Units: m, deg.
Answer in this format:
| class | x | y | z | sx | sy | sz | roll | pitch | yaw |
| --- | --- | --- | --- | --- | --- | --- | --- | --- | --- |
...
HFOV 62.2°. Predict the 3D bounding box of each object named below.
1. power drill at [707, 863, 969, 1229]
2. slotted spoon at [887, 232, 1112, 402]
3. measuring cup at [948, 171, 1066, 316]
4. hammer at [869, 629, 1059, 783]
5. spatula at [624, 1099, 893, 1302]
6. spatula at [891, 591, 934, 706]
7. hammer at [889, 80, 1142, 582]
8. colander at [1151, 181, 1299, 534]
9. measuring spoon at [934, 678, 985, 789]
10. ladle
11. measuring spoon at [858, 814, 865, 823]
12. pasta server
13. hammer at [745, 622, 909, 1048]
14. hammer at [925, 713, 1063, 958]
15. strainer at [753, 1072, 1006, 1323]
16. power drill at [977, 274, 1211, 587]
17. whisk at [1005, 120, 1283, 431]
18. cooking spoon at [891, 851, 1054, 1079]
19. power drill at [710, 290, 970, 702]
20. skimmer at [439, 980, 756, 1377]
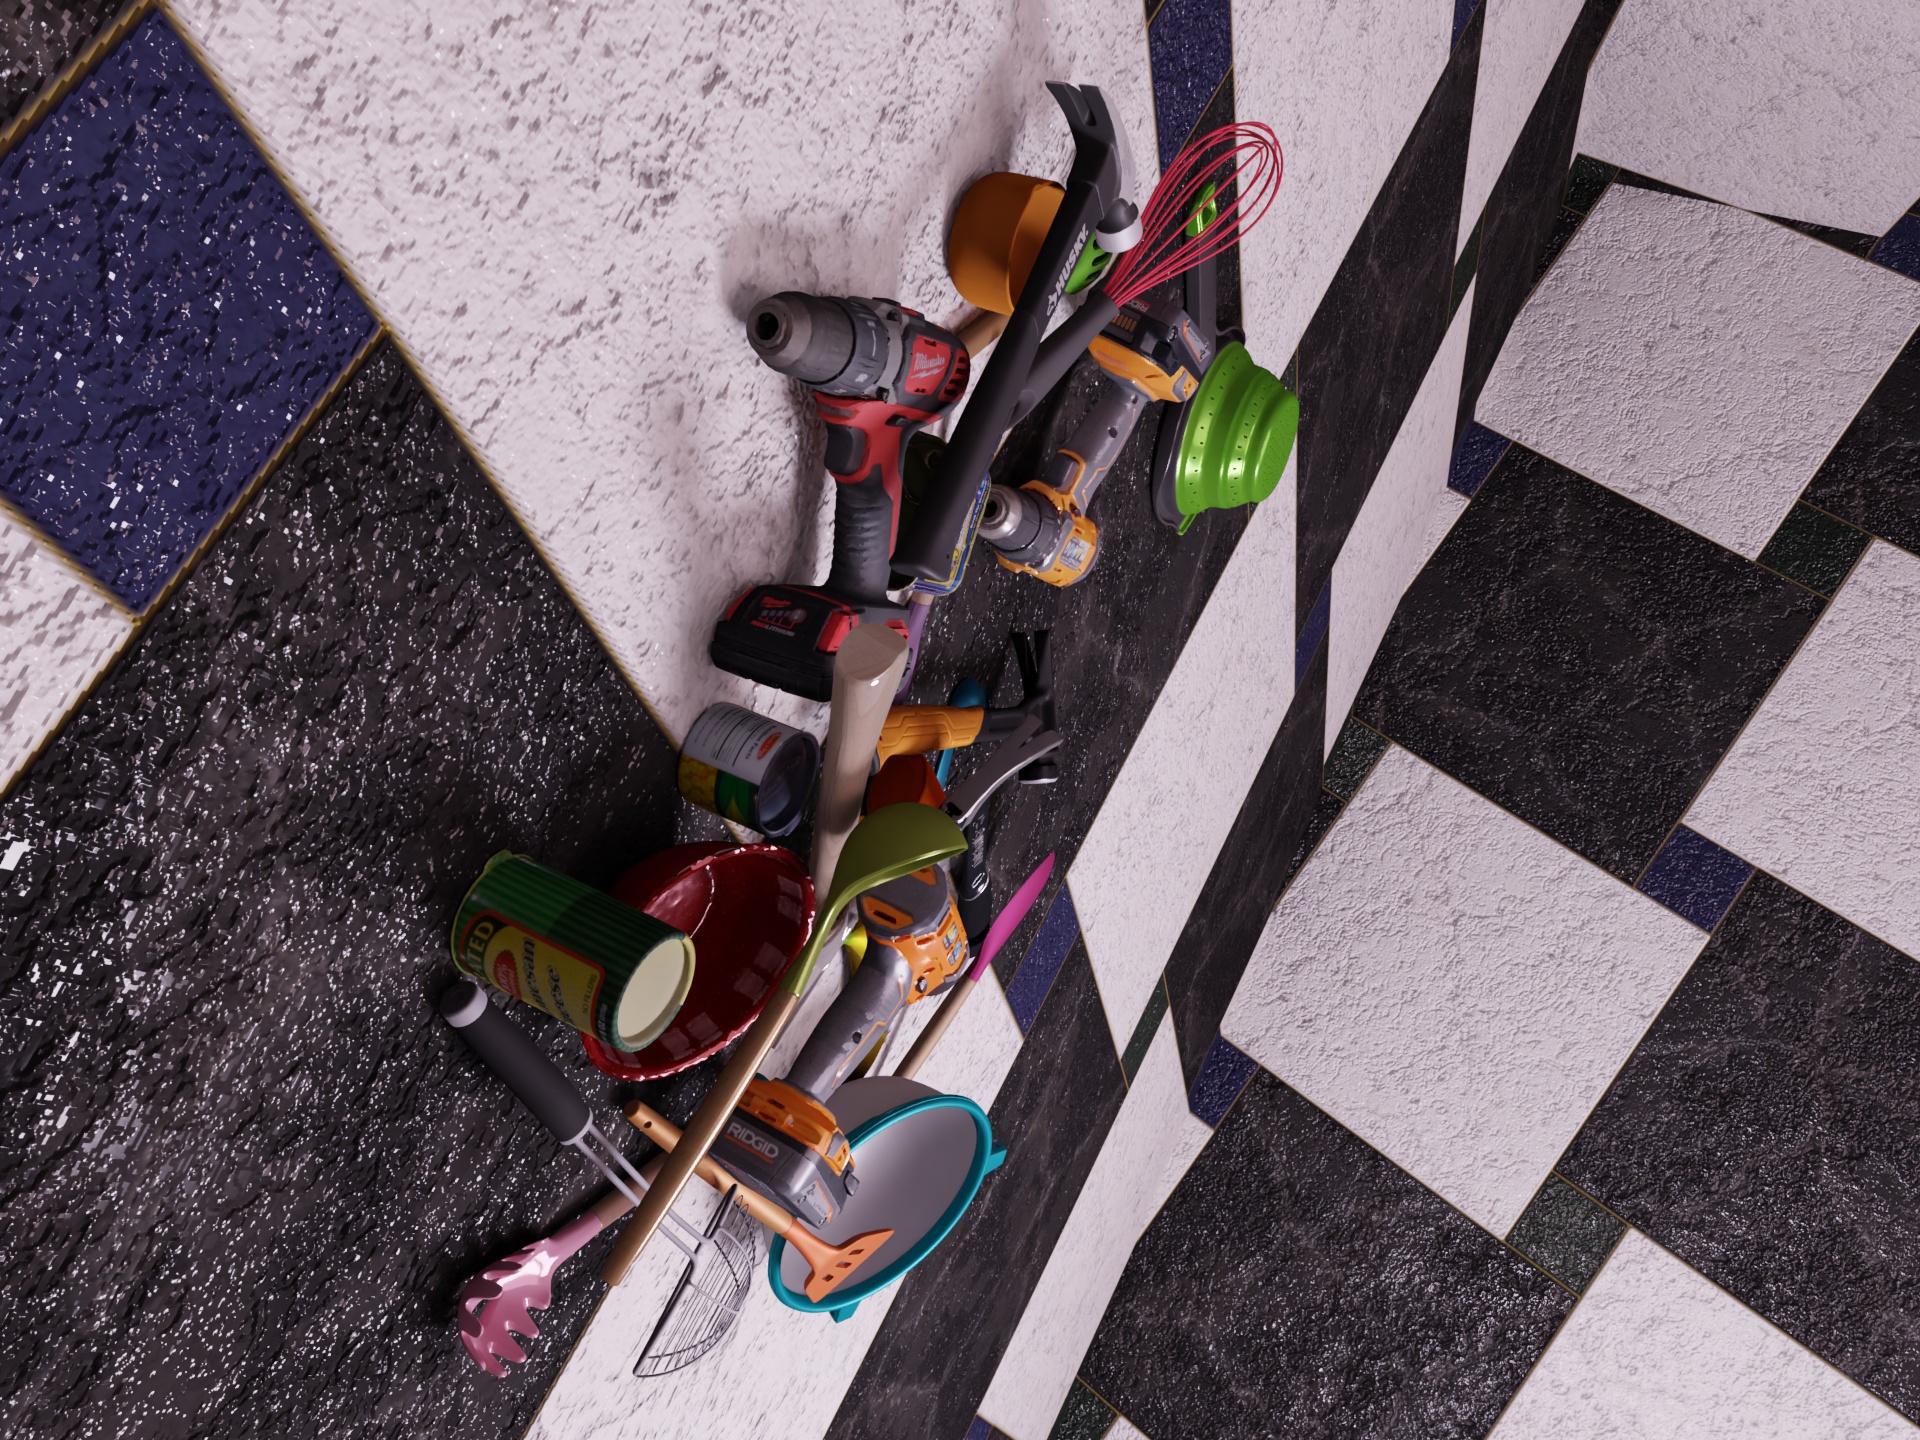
| class | x | y | z | sx | sy | sz | roll | pitch | yaw |
| --- | --- | --- | --- | --- | --- | --- | --- | --- | --- |
| power drill | -0.068 | 0.213 | 1.054 | 0.226 | 0.084 | 0.164 | -58 | 158 | -21 |
| slotted spoon | 0.035 | -0.281 | 1.091 | 0.314 | 0.031 | 0.070 | -48 | 158 | -40 |
| measuring cup | 0.048 | -0.337 | 1.040 | 0.174 | 0.052 | 0.095 | -58 | 156 | -31 |
| hammer | -0.002 | -0.004 | 1.179 | 0.336 | 0.034 | 0.127 | -7 | 93 | -65 |
| spatula | -0.140 | 0.334 | 1.105 | 0.081 | 0.041 | 0.322 | -41 | 132 | -6 |
| spatula | -0.019 | -0.107 | 1.112 | 0.060 | 0.018 | 0.315 | -27 | 138 | -66 |
| hammer | 0.033 | -0.227 | 0.953 | 0.335 | 0.035 | 0.146 | -67 | 156 | -20 |
| colander | 0.260 | -0.324 | 1.491 | 0.204 | 0.094 | 0.396 | -58 | 156 | -27 |
| measuring spoon | -0.003 | 0.030 | 1.282 | 0.042 | 0.021 | 0.128 | -11 | 119 | -65 |
| ladle | -0.101 | 0.183 | 0.903 | 0.320 | 0.062 | 0.078 | -58 | 175 | -8 |
| measuring spoon | -0.072 | 0.111 | 1.214 | 0.021 | 0.011 | 0.116 | -51 | 149 | -35 |
| pasta server | -0.213 | 0.310 | 1.018 | 0.316 | 0.040 | 0.060 | -26 | 121 | -62 |
| hammer | -0.081 | 0.075 | 0.977 | 0.146 | 0.038 | 0.410 | -56 | 170 | -29 |
| hammer | 0.013 | 0.120 | 1.276 | 0.149 | 0.036 | 0.408 | -46 | 164 | -17 |
| strainer | -0.106 | 0.322 | 1.214 | 0.211 | 0.095 | 0.340 | -44 | 140 | -9 |
| power drill | 0.090 | -0.214 | 1.198 | 0.226 | 0.084 | 0.185 | -62 | 159 | 8 |
| whisk | 0.117 | -0.311 | 1.126 | 0.296 | 0.073 | 0.073 | -46 | 157 | 0 |
| cooking spoon | -0.006 | 0.249 | 1.402 | 0.319 | 0.017 | 0.068 | -55 | 167 | -7 |
| power drill | -0.074 | -0.129 | 0.905 | 0.188 | 0.080 | 0.226 | -8 | 113 | -63 |
| skimmer | -0.215 | 0.263 | 0.923 | 0.127 | 0.090 | 0.362 | -61 | 141 | -35 |
